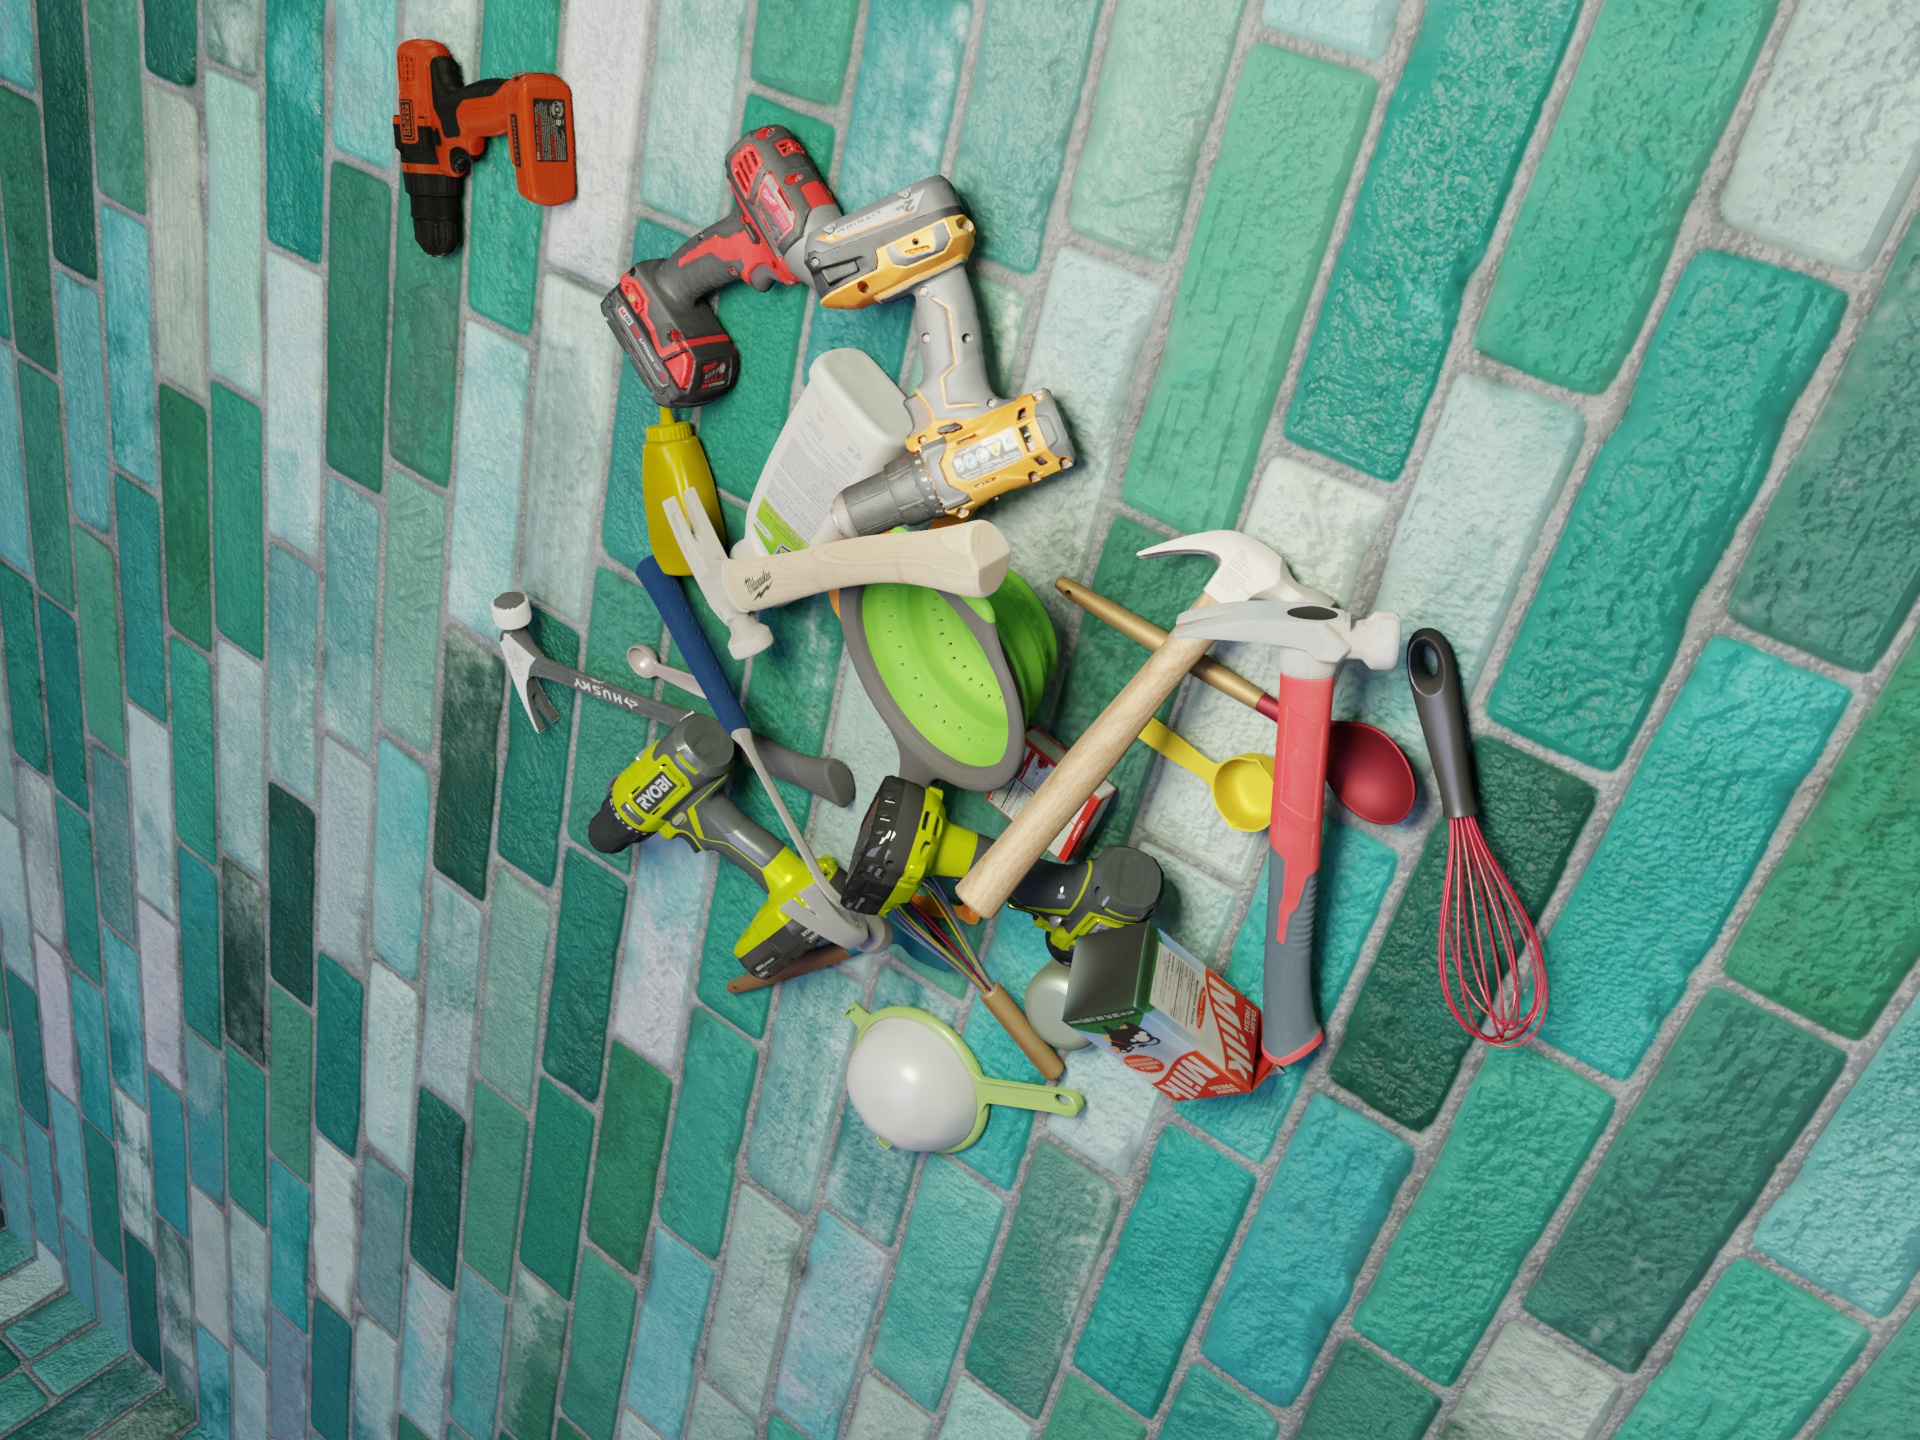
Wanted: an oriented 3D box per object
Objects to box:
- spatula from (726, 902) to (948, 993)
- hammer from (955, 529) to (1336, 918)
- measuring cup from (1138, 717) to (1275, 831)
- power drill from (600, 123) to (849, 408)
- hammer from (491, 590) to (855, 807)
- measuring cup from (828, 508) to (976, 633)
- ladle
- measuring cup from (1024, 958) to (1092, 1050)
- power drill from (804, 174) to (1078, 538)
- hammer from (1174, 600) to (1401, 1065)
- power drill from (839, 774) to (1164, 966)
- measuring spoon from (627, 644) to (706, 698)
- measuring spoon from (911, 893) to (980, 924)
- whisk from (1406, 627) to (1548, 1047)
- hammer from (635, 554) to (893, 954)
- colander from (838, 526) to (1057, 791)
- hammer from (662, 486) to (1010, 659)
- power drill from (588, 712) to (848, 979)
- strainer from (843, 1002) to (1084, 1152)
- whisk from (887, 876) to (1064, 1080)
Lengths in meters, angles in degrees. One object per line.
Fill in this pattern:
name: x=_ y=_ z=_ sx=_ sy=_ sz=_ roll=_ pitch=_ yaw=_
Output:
spatula: x=-0.126 y=0.221 z=1.477 sx=0.317 sy=0.044 sz=0.082 roll=-24 pitch=98 yaw=41
hammer: x=0.109 y=0.005 z=1.129 sx=0.130 sy=0.031 sz=0.331 roll=41 pitch=98 yaw=14
measuring cup: x=0.182 y=0.026 z=1.193 sx=0.157 sy=0.029 sz=0.062 roll=37 pitch=127 yaw=33
power drill: x=-0.176 y=-0.348 z=1.262 sx=0.219 sy=0.078 sz=0.143 roll=-33 pitch=89 yaw=37
hammer: x=-0.273 y=0.000 z=1.489 sx=0.409 sy=0.036 sz=0.149 roll=20 pitch=133 yaw=25
measuring cup: x=-0.043 y=-0.131 z=1.265 sx=0.095 sy=0.052 sz=0.173 roll=52 pitch=131 yaw=7
ladle: x=0.195 y=-0.025 z=1.155 sx=0.316 sy=0.031 sz=0.069 roll=34 pitch=129 yaw=23
measuring cup: x=0.121 y=0.229 z=1.303 sx=0.167 sy=0.038 sz=0.083 roll=-19 pitch=97 yaw=41
power drill: x=-0.039 y=-0.254 z=1.158 sx=0.185 sy=0.084 sz=0.226 roll=-22 pitch=96 yaw=9
hammer: x=0.220 y=0.092 z=1.124 sx=0.143 sy=0.038 sz=0.386 roll=4 pitch=123 yaw=12
power drill: x=0.027 y=0.130 z=1.244 sx=0.223 sy=0.080 sz=0.171 roll=18 pitch=150 yaw=-7
measuring spoon: x=-0.258 y=-0.042 z=1.487 sx=0.124 sy=0.018 sz=0.034 roll=22 pitch=133 yaw=19
measuring spoon: x=-0.028 y=0.162 z=1.406 sx=0.117 sy=0.011 sz=0.021 roll=5 pitch=111 yaw=38
whisk: x=0.341 y=0.082 z=1.076 sx=0.073 sy=0.073 sz=0.296 roll=-8 pitch=97 yaw=38
hammer: x=-0.184 y=0.018 z=1.356 sx=0.035 sy=0.144 sz=0.406 roll=-35 pitch=66 yaw=8
colander: x=-0.002 y=-0.004 z=1.269 sx=0.205 sy=0.094 sz=0.396 roll=43 pitch=148 yaw=25
hammer: x=-0.099 y=-0.120 z=1.166 sx=0.411 sy=0.038 sz=0.146 roll=1 pitch=119 yaw=57
power drill: x=-0.222 y=0.122 z=1.445 sx=0.228 sy=0.080 sz=0.190 roll=46 pitch=127 yaw=-7
strainer: x=-0.011 y=0.342 z=1.426 sx=0.256 sy=0.069 sz=0.151 roll=-2 pitch=107 yaw=38
whisk: x=0.009 y=0.215 z=1.345 sx=0.051 sy=0.047 sz=0.245 roll=-38 pitch=103 yaw=-1
